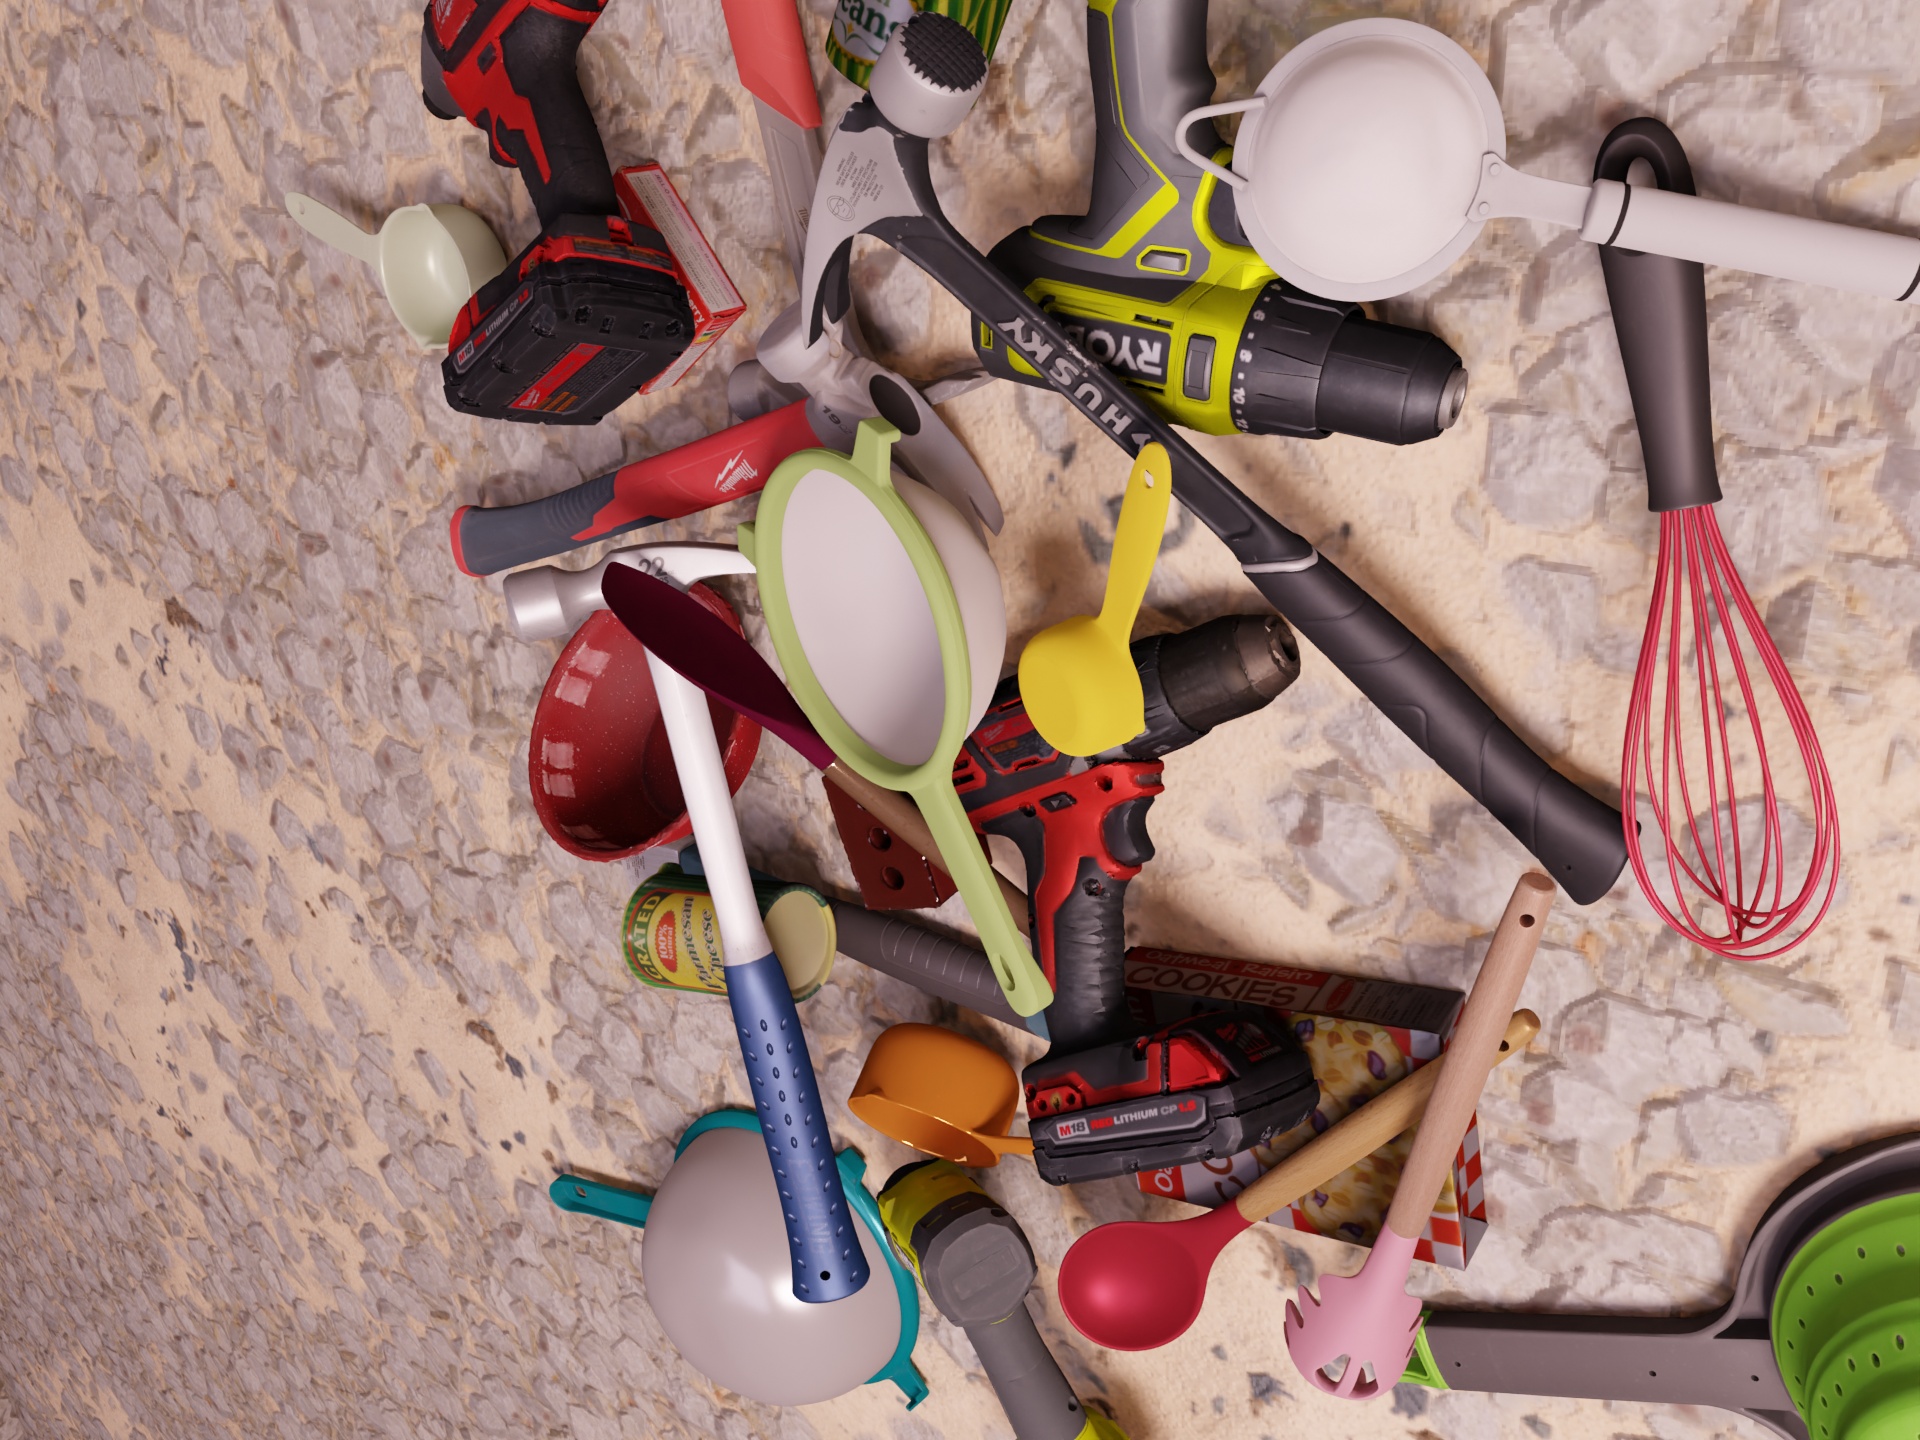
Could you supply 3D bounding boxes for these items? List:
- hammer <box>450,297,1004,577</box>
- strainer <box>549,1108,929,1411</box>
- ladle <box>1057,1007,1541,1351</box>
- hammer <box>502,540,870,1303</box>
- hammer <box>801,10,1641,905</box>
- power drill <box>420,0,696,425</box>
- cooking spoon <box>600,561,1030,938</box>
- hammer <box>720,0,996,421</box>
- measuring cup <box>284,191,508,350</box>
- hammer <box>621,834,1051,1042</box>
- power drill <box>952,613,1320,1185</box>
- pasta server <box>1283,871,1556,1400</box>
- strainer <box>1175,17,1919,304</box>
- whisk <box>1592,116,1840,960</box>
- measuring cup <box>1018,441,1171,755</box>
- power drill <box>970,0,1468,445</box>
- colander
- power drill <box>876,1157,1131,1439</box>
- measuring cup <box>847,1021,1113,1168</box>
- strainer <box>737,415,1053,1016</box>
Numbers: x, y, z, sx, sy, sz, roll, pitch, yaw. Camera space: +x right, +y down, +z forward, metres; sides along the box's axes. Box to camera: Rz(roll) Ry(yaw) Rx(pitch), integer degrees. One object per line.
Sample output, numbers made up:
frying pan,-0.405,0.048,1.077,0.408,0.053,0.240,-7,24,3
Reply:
hammer,-0.150,-0.109,0.829,0.386,0.038,0.143,-7,137,46
strainer,-0.187,0.366,1.070,0.340,0.095,0.211,0,112,37
ladle,0.146,0.211,0.723,0.069,0.031,0.315,43,129,3
hammer,-0.103,0.107,0.796,0.035,0.144,0.405,-129,26,-73
hammer,0.102,-0.072,0.602,0.409,0.036,0.149,42,148,-5
power drill,-0.205,-0.260,0.755,0.143,0.078,0.220,-22,76,44
cooking spoon,-0.043,0.033,0.748,0.318,0.069,0.017,40,111,-22
hammer,-0.080,-0.309,0.691,0.149,0.037,0.359,2,113,37
measuring cup,-0.317,-0.268,0.898,0.168,0.038,0.083,31,127,25
hammer,-0.068,0.114,0.893,0.331,0.033,0.128,16,120,31
power drill,0.085,0.074,0.698,0.188,0.080,0.227,-22,77,35
pasta server,0.191,0.185,0.660,0.060,0.040,0.316,13,123,8
strainer,0.194,-0.162,0.498,0.258,0.050,0.086,13,108,5
whisk,0.251,-0.055,0.547,0.073,0.073,0.295,-4,103,39
measuring cup,0.052,-0.044,0.616,0.062,0.029,0.156,52,151,29
power drill,0.101,-0.213,0.571,0.191,0.080,0.228,19,124,25
colander,0.325,0.277,0.625,0.397,0.094,0.204,-18,100,42
power drill,0.027,0.354,0.886,0.223,0.080,0.171,64,165,-5
measuring cup,0.020,0.198,0.834,0.174,0.052,0.095,-5,142,40
strainer,-0.001,-0.002,0.684,0.151,0.069,0.256,-23,91,59
